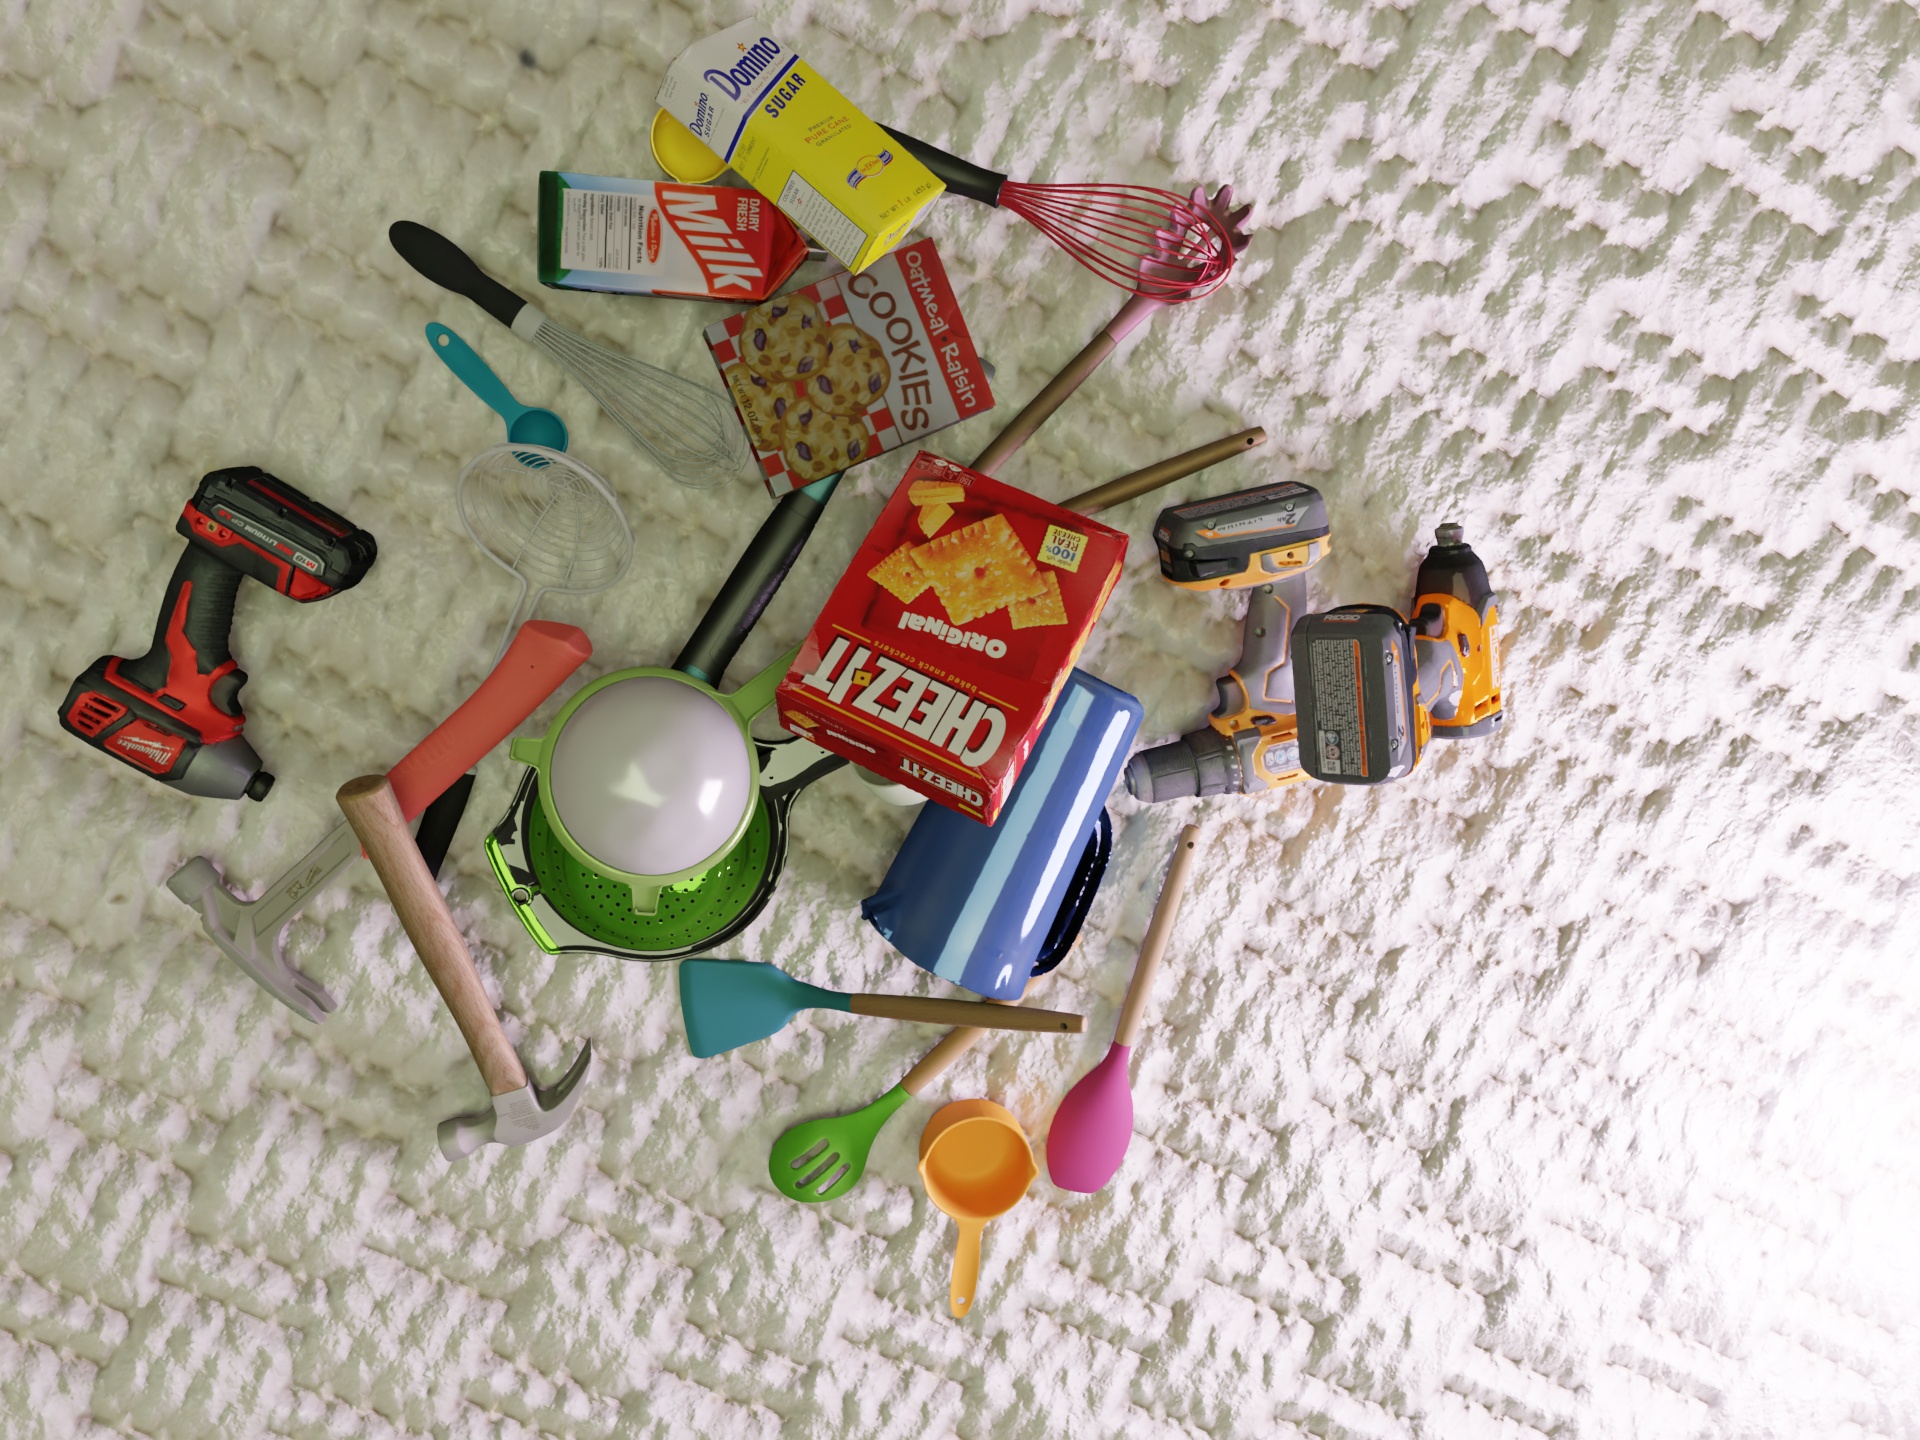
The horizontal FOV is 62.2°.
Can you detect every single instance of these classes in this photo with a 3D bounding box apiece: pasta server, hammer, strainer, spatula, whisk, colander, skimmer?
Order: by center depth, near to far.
[{"bbox_3d":[-0.163,0.004,1.076,0.256,0.069,0.151,-39,98,-18],"label":"strainer"},{"bbox_3d":[-0.269,-0.254,1.094,0.284,0.070,0.070,34,95,-8],"label":"whisk"},{"bbox_3d":[0.047,-0.359,1.097,0.296,0.073,0.073,20,98,4],"label":"whisk"},{"bbox_3d":[-0.385,0.061,1.107,0.359,0.037,0.149,-39,103,14],"label":"hammer"},{"bbox_3d":[-0.336,-0.018,1.112,0.127,0.090,0.363,23,98,-6],"label":"skimmer"},{"bbox_3d":[-0.358,0.178,1.131,0.130,0.031,0.331,-17,122,-5],"label":"hammer"},{"bbox_3d":[-0.114,-0.147,1.133,0.128,0.033,0.331,32,90,-11],"label":"hammer"},{"bbox_3d":[0.089,-0.259,1.150,0.060,0.040,0.316,45,94,1],"label":"pasta server"},{"bbox_3d":[-0.152,0.055,1.150,0.397,0.094,0.204,-26,103,-2],"label":"colander"},{"bbox_3d":[-0.060,0.218,1.178,0.317,0.044,0.082,0,103,24],"label":"spatula"},{"bbox_3d":[0.081,-0.153,1.180,0.316,0.018,0.059,-23,113,-2],"label":"spatula"}]

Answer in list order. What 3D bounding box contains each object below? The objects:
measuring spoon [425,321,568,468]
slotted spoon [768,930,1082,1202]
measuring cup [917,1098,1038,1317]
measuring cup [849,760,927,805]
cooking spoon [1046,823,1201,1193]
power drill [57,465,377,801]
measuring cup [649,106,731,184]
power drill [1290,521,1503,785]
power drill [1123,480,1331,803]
[{"bbox_3d":[-0.325,-0.229,1.113,0.042,0.021,0.128,-43,94,3],"label":"measuring spoon"},{"bbox_3d":[-0.025,0.270,1.247,0.314,0.031,0.070,-42,101,0],"label":"slotted spoon"},{"bbox_3d":[0.006,0.383,1.261,0.095,0.052,0.173,5,102,-9],"label":"measuring cup"},{"bbox_3d":[-0.002,-0.004,1.126,0.167,0.083,0.038,-39,137,-6],"label":"measuring cup"},{"bbox_3d":[0.136,0.233,1.265,0.068,0.017,0.319,15,99,-11],"label":"cooking spoon"},{"bbox_3d":[-0.502,-0.052,1.093,0.143,0.079,0.219,32,98,-13],"label":"power drill"},{"bbox_3d":[-0.140,-0.386,1.105,0.156,0.029,0.062,12,100,-22],"label":"measuring cup"},{"bbox_3d":[0.325,-0.051,1.153,0.226,0.084,0.164,-19,107,-48],"label":"power drill"},{"bbox_3d":[0.200,-0.049,1.188,0.185,0.084,0.226,-14,108,-5],"label":"power drill"}]
